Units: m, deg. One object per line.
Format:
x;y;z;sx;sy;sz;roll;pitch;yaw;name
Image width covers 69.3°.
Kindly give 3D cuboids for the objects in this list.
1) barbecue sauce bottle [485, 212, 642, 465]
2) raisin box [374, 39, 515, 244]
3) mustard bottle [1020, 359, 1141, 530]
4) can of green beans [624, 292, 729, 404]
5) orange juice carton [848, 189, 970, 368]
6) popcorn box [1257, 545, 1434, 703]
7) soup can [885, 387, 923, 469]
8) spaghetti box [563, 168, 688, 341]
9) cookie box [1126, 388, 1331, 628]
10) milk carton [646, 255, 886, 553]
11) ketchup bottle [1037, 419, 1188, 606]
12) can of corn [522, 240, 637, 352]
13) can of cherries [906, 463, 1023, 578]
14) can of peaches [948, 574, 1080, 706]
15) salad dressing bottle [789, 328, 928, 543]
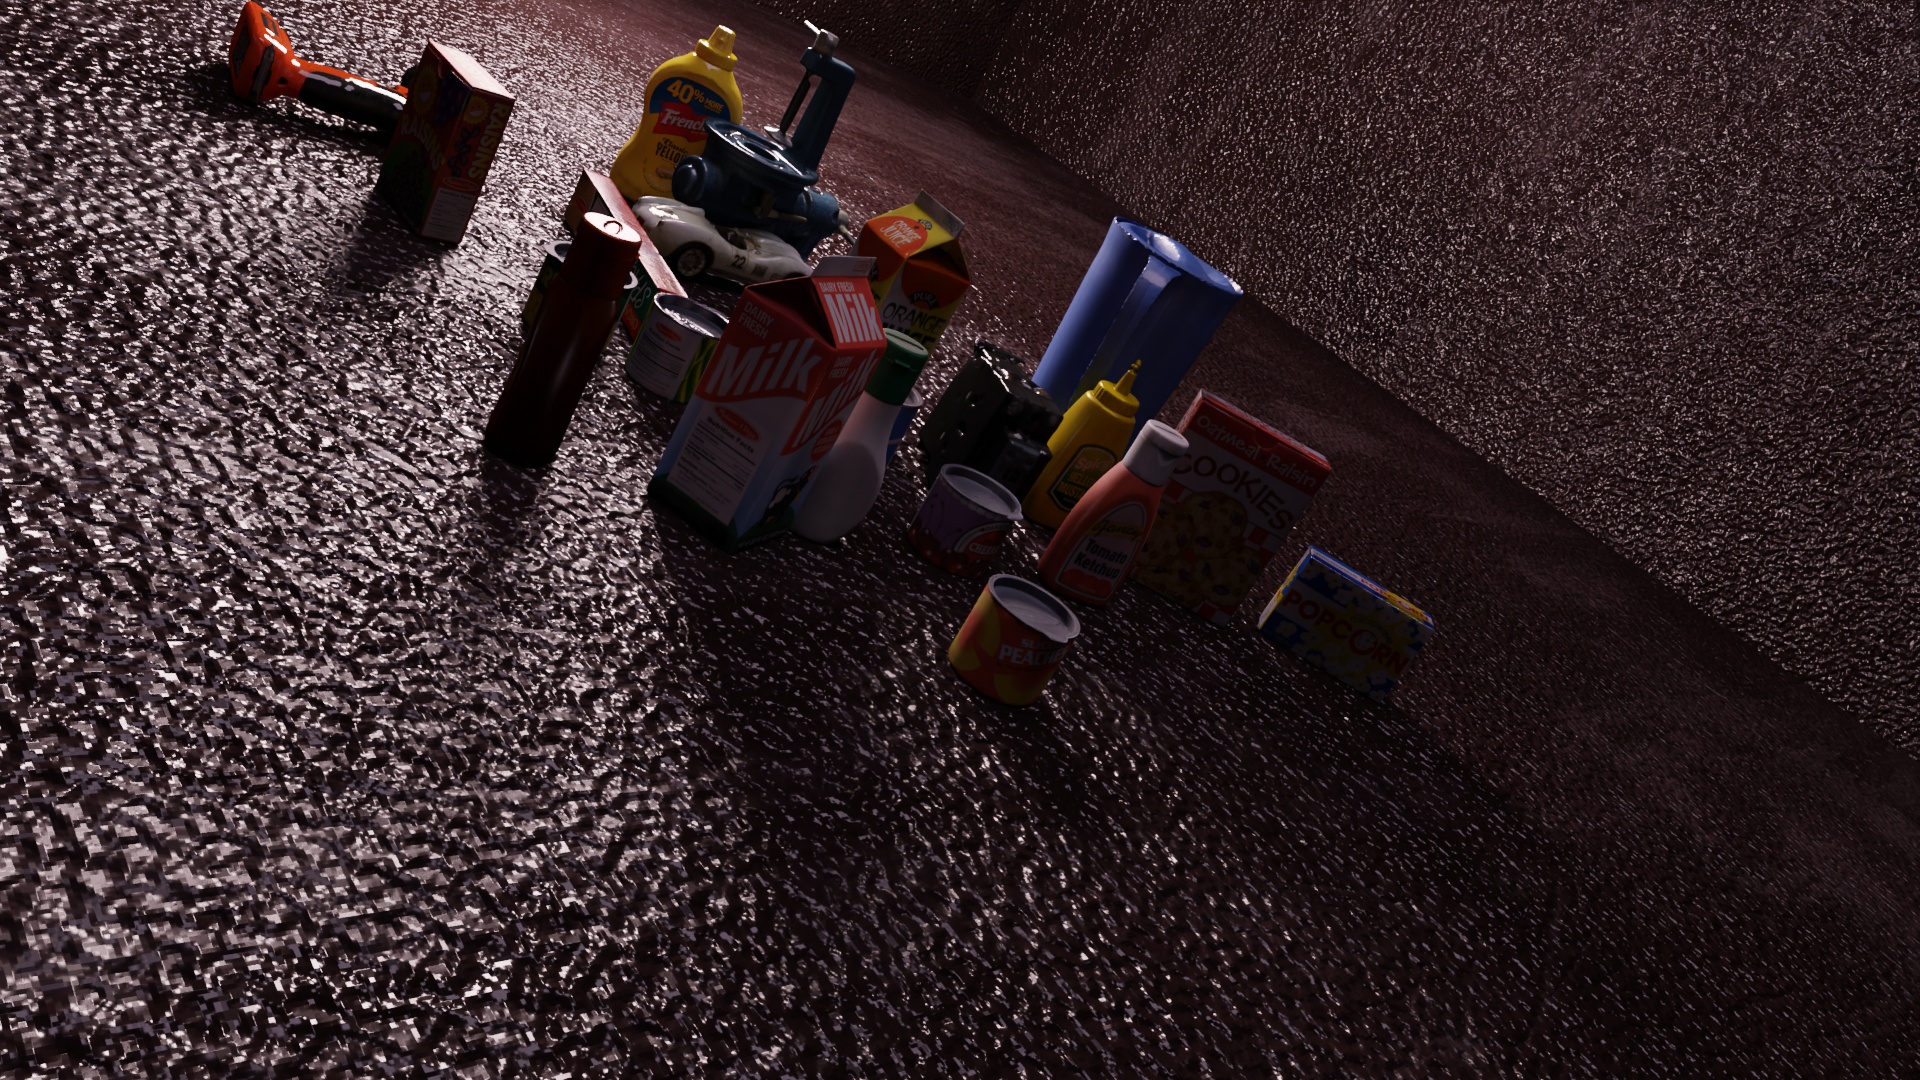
-0.232;-0.119;0.819;0.043;0.148;0.065;25;21;-13;barbecue sauce bottle
-0.392;-0.301;1.052;0.040;0.123;0.086;4;33;-49;raisin box
0.108;-0.084;1.169;0.065;0.159;0.049;17;24;-31;mustard bottle
-0.207;-0.142;1.028;0.071;0.057;0.071;26;21;-11;can of green beans
-0.059;-0.192;1.147;0.073;0.192;0.072;11;28;-42;orange juice carton
0.339;0.073;1.223;0.127;0.085;0.038;31;21;2;popcorn box
-0.078;-0.084;1.032;0.071;0.083;0.071;26;21;-11;soup can
-0.282;-0.238;1.157;0.029;0.050;0.251;13;27;-38;spaghetti box
0.212;-0.026;1.165;0.123;0.166;0.040;28;21;-6;cookie box
-0.111;-0.093;0.861;0.073;0.189;0.072;35;21;13;milk carton
0.120;-0.022;1.062;0.065;0.148;0.044;21;22;-23;ketchup bottle
-0.280;-0.177;1.012;0.071;0.058;0.071;26;21;-11;can of corn
0.004;-0.013;1.014;0.071;0.058;0.072;26;21;-11;can of cherries
0.034;0.065;0.880;0.071;0.058;0.071;26;21;-11;can of peaches
-0.070;-0.069;0.920;0.064;0.147;0.044;22;22;-21;salad dressing bottle
